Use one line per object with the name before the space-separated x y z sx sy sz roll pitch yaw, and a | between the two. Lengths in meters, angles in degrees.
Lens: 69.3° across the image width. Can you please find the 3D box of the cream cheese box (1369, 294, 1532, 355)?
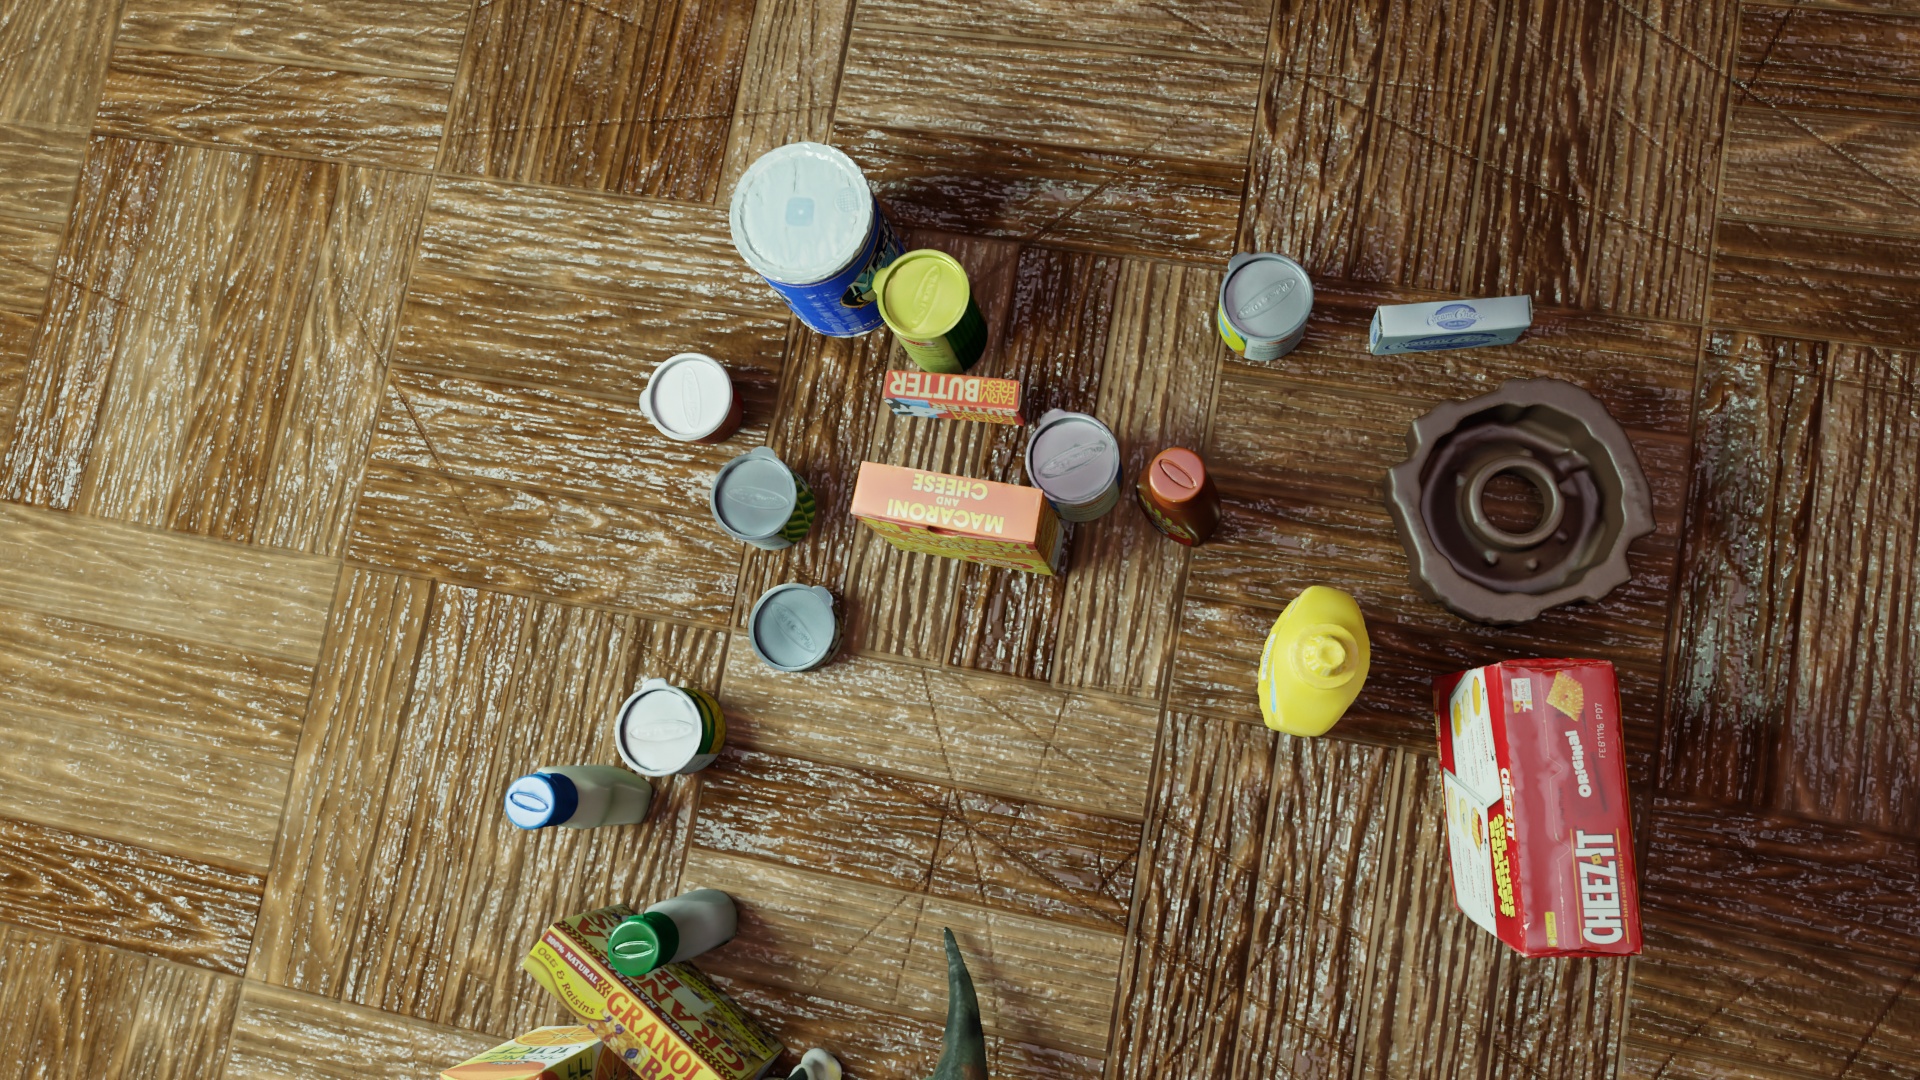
cream cheese box | 0.349 -0.154 0.995 0.104 0.053 0.024 -3 81 8

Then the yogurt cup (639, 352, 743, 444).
yogurt cup | -0.201 -0.105 1.071 0.072 0.054 0.072 -1 81 9

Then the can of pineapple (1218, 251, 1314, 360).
can of pineapple | 0.222 -0.171 1.015 0.071 0.058 0.071 -1 81 9

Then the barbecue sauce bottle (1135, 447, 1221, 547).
barbecue sauce bottle | 0.150 -0.033 0.959 0.065 0.148 0.043 40 90 12

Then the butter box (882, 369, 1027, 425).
butter box | -0.003 -0.107 1.042 0.103 0.053 0.024 6 83 9

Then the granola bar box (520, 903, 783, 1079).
granola bar box | -0.211 0.326 0.971 0.166 0.124 0.039 37 89 12

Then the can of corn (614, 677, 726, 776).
can of corn | -0.215 0.139 1.034 0.071 0.058 0.071 -1 81 9

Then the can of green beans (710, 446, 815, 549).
can of green beans | -0.148 -0.029 1.049 0.071 0.058 0.071 -1 81 9

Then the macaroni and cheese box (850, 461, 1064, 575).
macaroni and cheese box | 0.003 -0.012 0.968 0.124 0.166 0.040 9 84 10

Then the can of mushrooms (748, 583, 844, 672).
can of mushrooms | -0.121 0.065 1.043 0.071 0.033 0.071 -1 81 8

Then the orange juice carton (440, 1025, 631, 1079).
orange juice carton | -0.292 0.383 0.939 0.073 0.192 0.072 -4 81 8

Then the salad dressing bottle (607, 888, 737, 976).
salad dressing bottle | -0.200 0.272 0.965 0.064 0.147 0.044 -8 81 8

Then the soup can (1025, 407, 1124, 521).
soup can | 0.083 -0.054 1.005 0.071 0.083 0.071 -1 82 9

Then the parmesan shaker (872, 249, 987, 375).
parmesan shaker | -0.021 -0.168 1.028 0.071 0.103 0.071 -1 82 9

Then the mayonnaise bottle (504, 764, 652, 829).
mayonnaise bottle | -0.274 0.183 0.990 0.065 0.148 0.041 15 85 11
